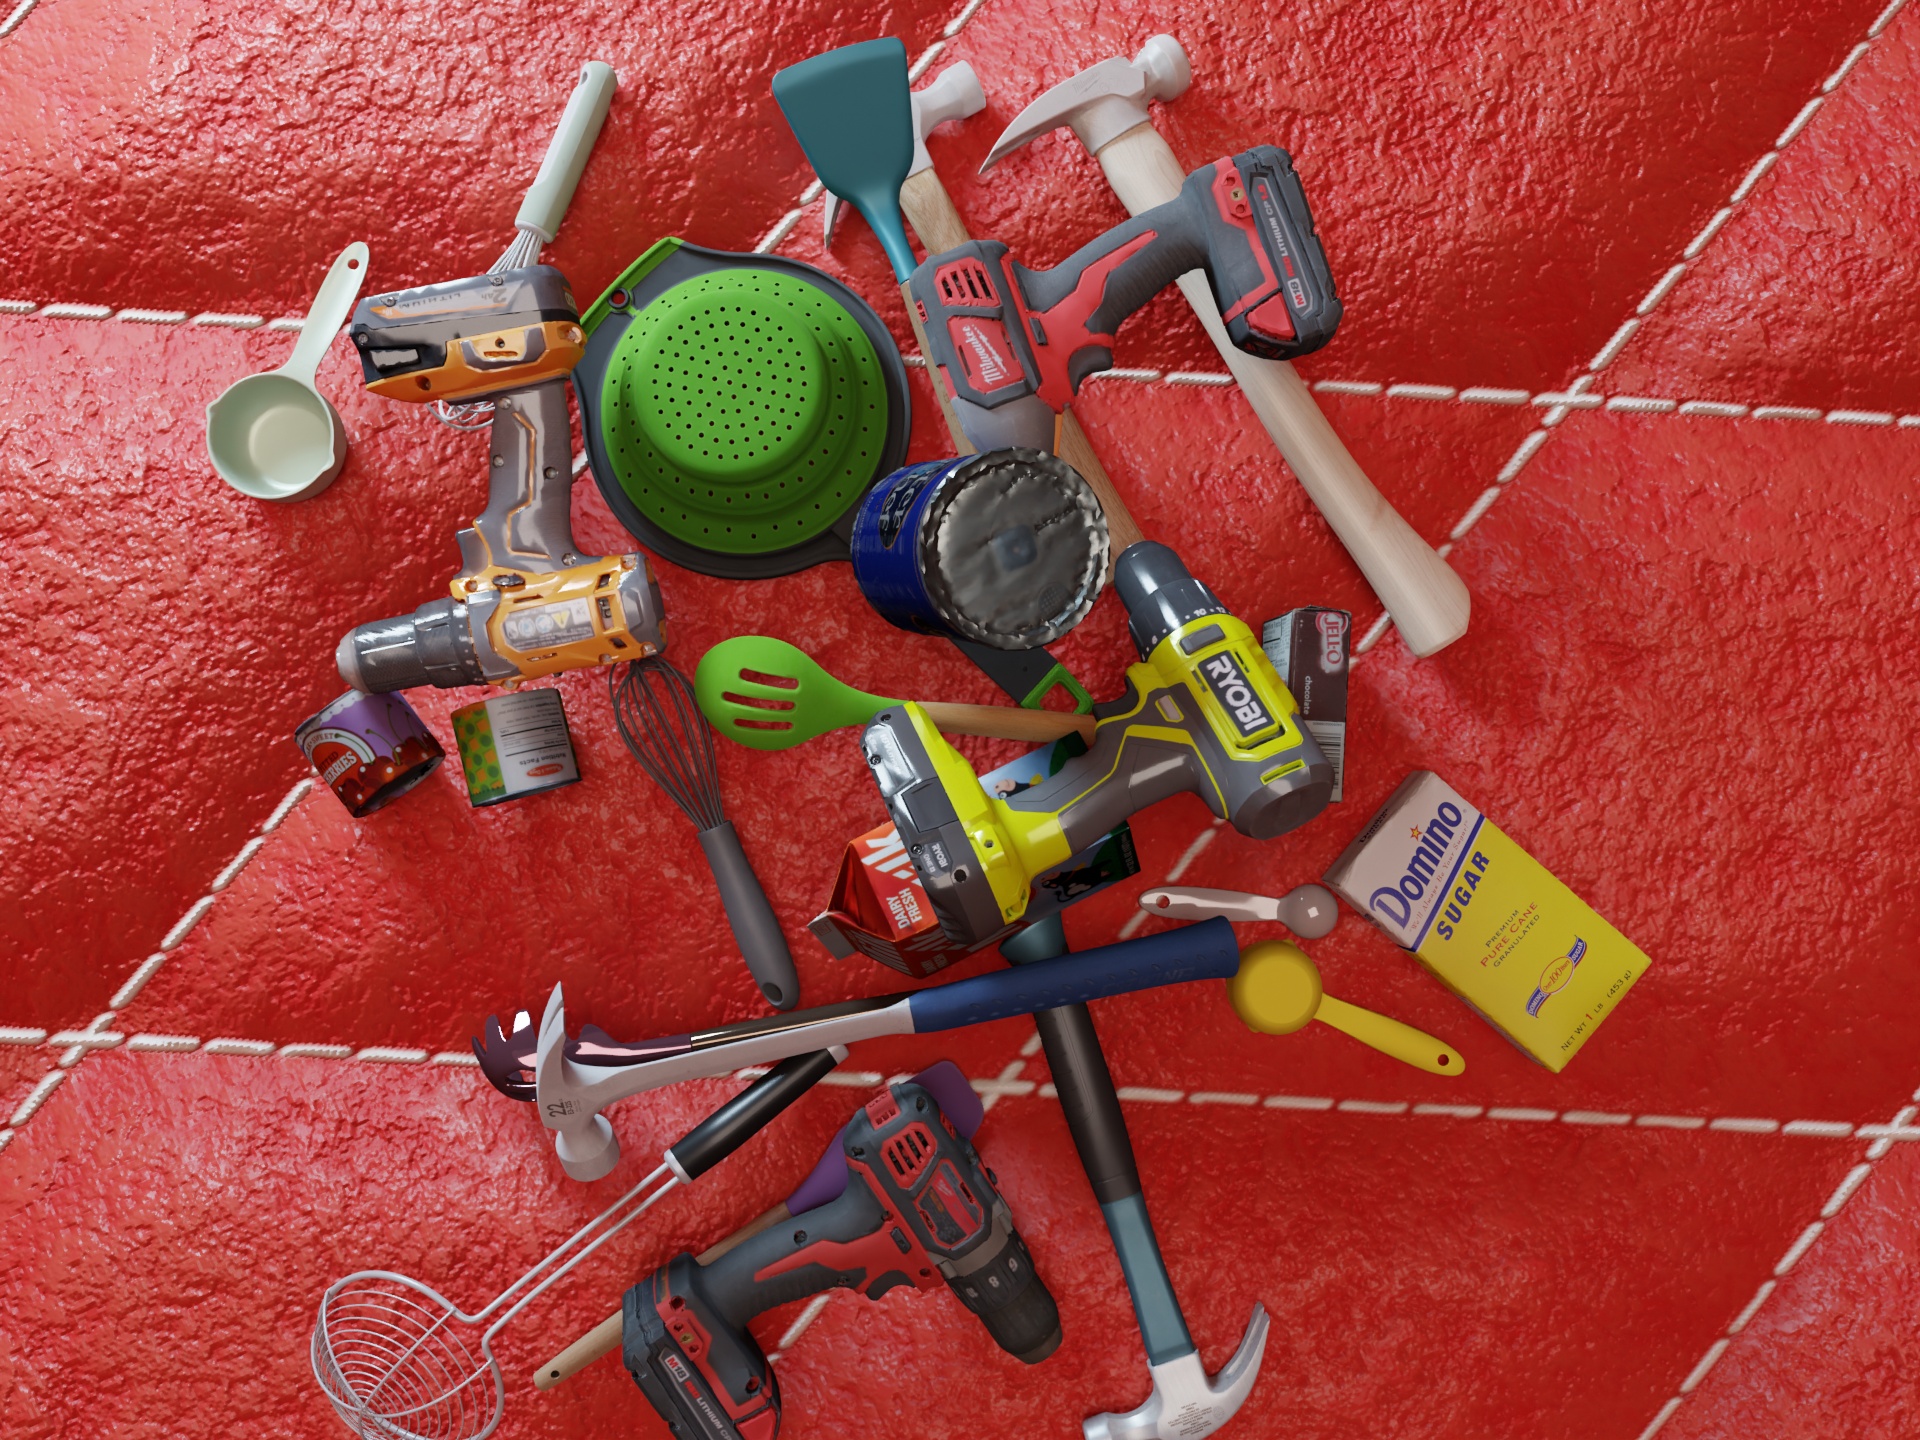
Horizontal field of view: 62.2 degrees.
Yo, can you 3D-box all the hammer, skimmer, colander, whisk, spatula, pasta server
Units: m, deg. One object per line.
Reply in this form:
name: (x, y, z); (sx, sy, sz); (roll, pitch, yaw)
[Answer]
hammer: (-0.039, 0.168, 0.906); (0.405, 0.035, 0.144); (-12, 133, -7)
skimmer: (-0.223, 0.302, 0.961); (0.363, 0.090, 0.127); (-37, 97, -12)
colander: (-0.071, -0.134, 0.943); (0.397, 0.094, 0.204); (43, 88, 0)
whisk: (-0.264, -0.291, 0.970); (0.059, 0.058, 0.246); (25, 83, -35)
hammer: (0.091, 0.276, 0.966); (0.128, 0.033, 0.331); (-18, 89, -1)
spatula: (-0.020, -0.238, 0.941); (0.082, 0.044, 0.317); (-21, 90, -9)
hammer: (0.175, -0.212, 0.968); (0.146, 0.038, 0.410); (-33, 91, -16)
whisk: (-0.152, 0.067, 0.963); (0.055, 0.055, 0.239); (-23, 93, -2)
hammer: (0.024, -0.232, 0.980); (0.130, 0.031, 0.331); (-29, 89, -2)
pasta server: (-0.133, 0.183, 0.951); (0.316, 0.040, 0.060); (-10, 129, -3)
spatula: (-0.123, 0.315, 0.968); (0.316, 0.018, 0.060); (-33, 92, -3)

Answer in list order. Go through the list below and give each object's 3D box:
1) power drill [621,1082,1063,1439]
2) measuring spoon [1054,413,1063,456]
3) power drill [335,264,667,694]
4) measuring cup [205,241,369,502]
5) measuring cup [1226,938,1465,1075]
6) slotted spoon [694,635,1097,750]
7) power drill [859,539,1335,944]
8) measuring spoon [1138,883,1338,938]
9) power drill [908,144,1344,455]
power drill: (-0.064, 0.346, 0.934); (0.226, 0.080, 0.188); (-34, 100, -8)
measuring spoon: (0.049, -0.160, 0.956); (0.021, 0.011, 0.117); (13, 92, 1)
power drill: (-0.280, -0.128, 0.906); (0.185, 0.084, 0.226); (-12, 99, -3)
measuring cup: (-0.394, -0.211, 0.969); (0.083, 0.038, 0.167); (24, 86, 0)
measuring cup: (0.239, 0.183, 0.972); (0.156, 0.029, 0.062); (23, 88, 2)
slotted spoon: (-0.002, -0.003, 0.947); (0.313, 0.031, 0.070); (6, 110, -7)
power drill: (0.066, 0.008, 0.884); (0.228, 0.080, 0.191); (-24, 59, -4)
measuring spoon: (0.172, 0.115, 0.979); (0.124, 0.018, 0.034); (4, 89, 0)
power drill: (0.094, -0.226, 0.904); (0.219, 0.078, 0.143); (-20, 95, 2)
